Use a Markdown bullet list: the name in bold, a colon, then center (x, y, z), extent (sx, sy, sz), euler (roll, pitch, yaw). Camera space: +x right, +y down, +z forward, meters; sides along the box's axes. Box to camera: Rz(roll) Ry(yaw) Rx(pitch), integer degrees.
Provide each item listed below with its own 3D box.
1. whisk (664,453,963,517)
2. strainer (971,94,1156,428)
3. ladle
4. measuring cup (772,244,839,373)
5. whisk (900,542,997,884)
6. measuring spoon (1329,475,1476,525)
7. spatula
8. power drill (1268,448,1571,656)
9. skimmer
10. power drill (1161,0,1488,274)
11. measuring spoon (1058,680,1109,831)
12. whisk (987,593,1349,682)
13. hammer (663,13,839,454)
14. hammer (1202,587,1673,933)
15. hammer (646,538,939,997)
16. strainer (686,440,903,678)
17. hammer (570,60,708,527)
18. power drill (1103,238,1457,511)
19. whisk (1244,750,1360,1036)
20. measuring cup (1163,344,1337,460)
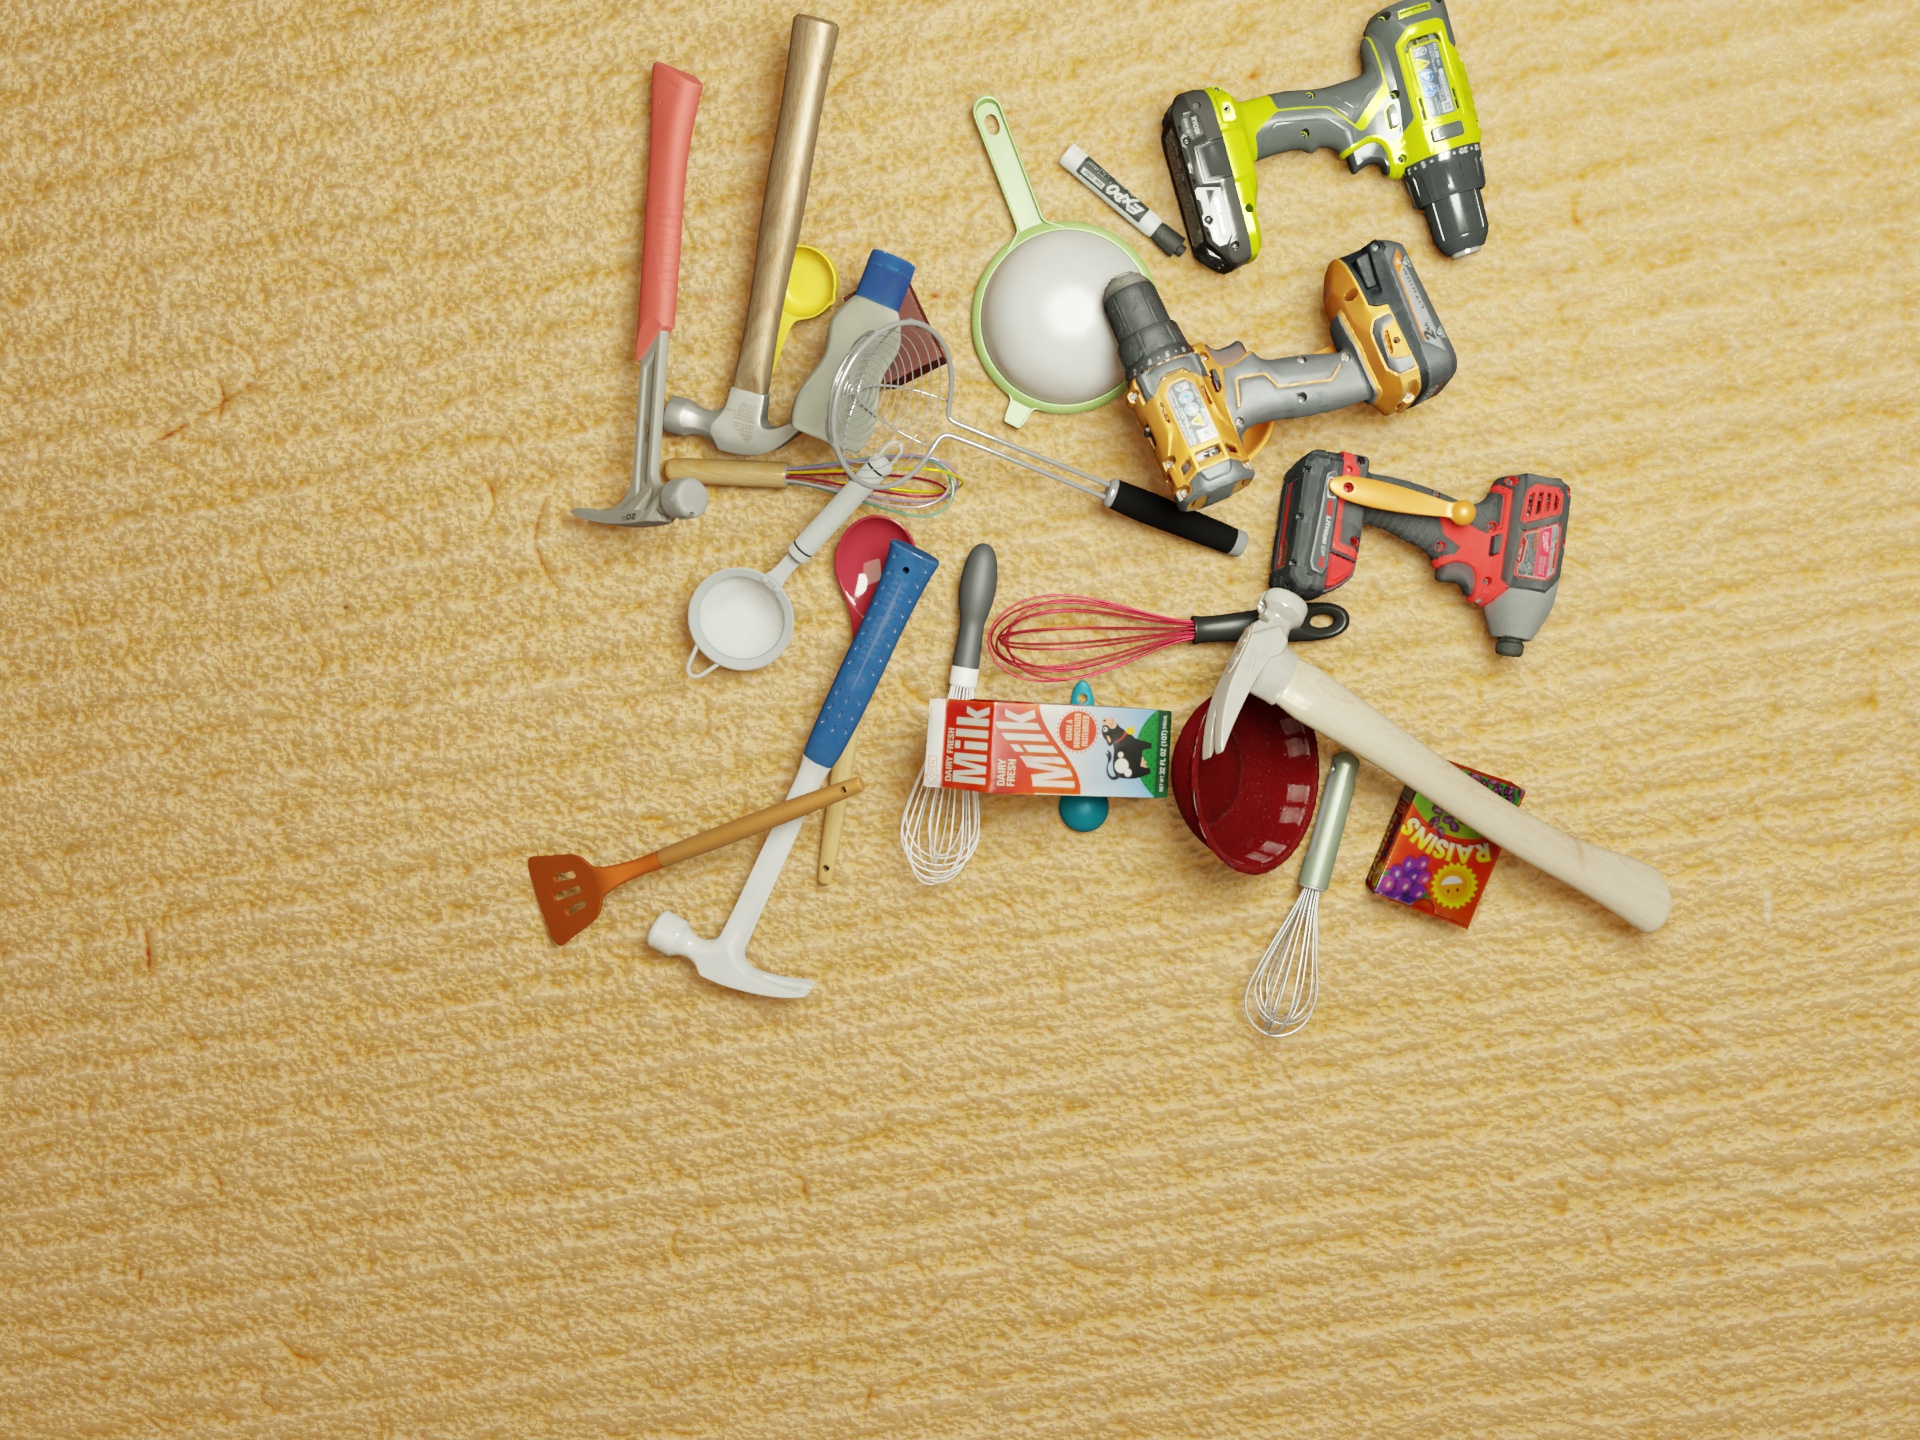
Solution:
- **whisk**: center (-0.119, -0.195, 1.288), extent (0.245, 0.047, 0.051), euler (3, 106, 7)
- **strainer**: center (0.064, -0.366, 1.237), extent (0.151, 0.069, 0.256), euler (-21, 98, 6)
- **ladle**: center (-0.088, -0.015, 1.319), extent (0.069, 0.031, 0.315), euler (11, 101, 5)
- **measuring cup**: center (-0.147, -0.309, 1.284), extent (0.062, 0.029, 0.156), euler (29, 111, 0)
- **whisk**: center (-0.003, -0.004, 1.303), extent (0.070, 0.070, 0.284), euler (9, 94, 1)
- **measuring spoon**: center (0.336, -0.168, 1.205), extent (0.117, 0.011, 0.021), euler (11, 88, -5)
- **spatula**: center (-0.221, 0.104, 1.306), extent (0.322, 0.041, 0.081), euler (-21, 88, 15)
- **power drill**: center (0.363, -0.132, 1.250), extent (0.219, 0.078, 0.143), euler (8, 89, -2)
- **skimmer**: center (0.069, -0.192, 1.210), extent (0.363, 0.090, 0.127), euler (19, 98, -16)
- **power drill**: center (0.284, -0.425, 1.216), extent (0.228, 0.080, 0.190), euler (-17, 96, 2)
- **measuring spoon**: center (0.102, 0.032, 1.318), extent (0.042, 0.021, 0.128), euler (-1, 99, 3)
- **whisk**: center (0.169, -0.072, 1.285), extent (0.296, 0.073, 0.073), euler (-4, 98, -3)
- **hammer**: center (-0.140, -0.368, 1.231), extent (0.130, 0.031, 0.331), euler (15, 108, 5)
- **hammer**: center (0.379, 0.061, 1.237), extent (0.410, 0.038, 0.146), euler (31, 70, -8)
- **hammer**: center (-0.116, 0.045, 1.304), extent (0.144, 0.035, 0.405), euler (27, 104, 3)
- **strainer**: center (-0.132, -0.130, 1.277), extent (0.086, 0.050, 0.258), euler (41, 110, -12)
- **hammer**: center (-0.244, -0.333, 1.256), extent (0.149, 0.036, 0.359), euler (4, 90, 44)
- **power drill**: center (0.229, -0.280, 1.191), extent (0.226, 0.084, 0.185), euler (-23, 82, -1)
- **whisk**: center (0.288, 0.144, 1.315), extent (0.059, 0.058, 0.246), euler (14, 94, -1)
- **measuring cup**: center (0.238, -0.259, 1.256), extent (0.173, 0.052, 0.095), euler (-25, 95, -1)
